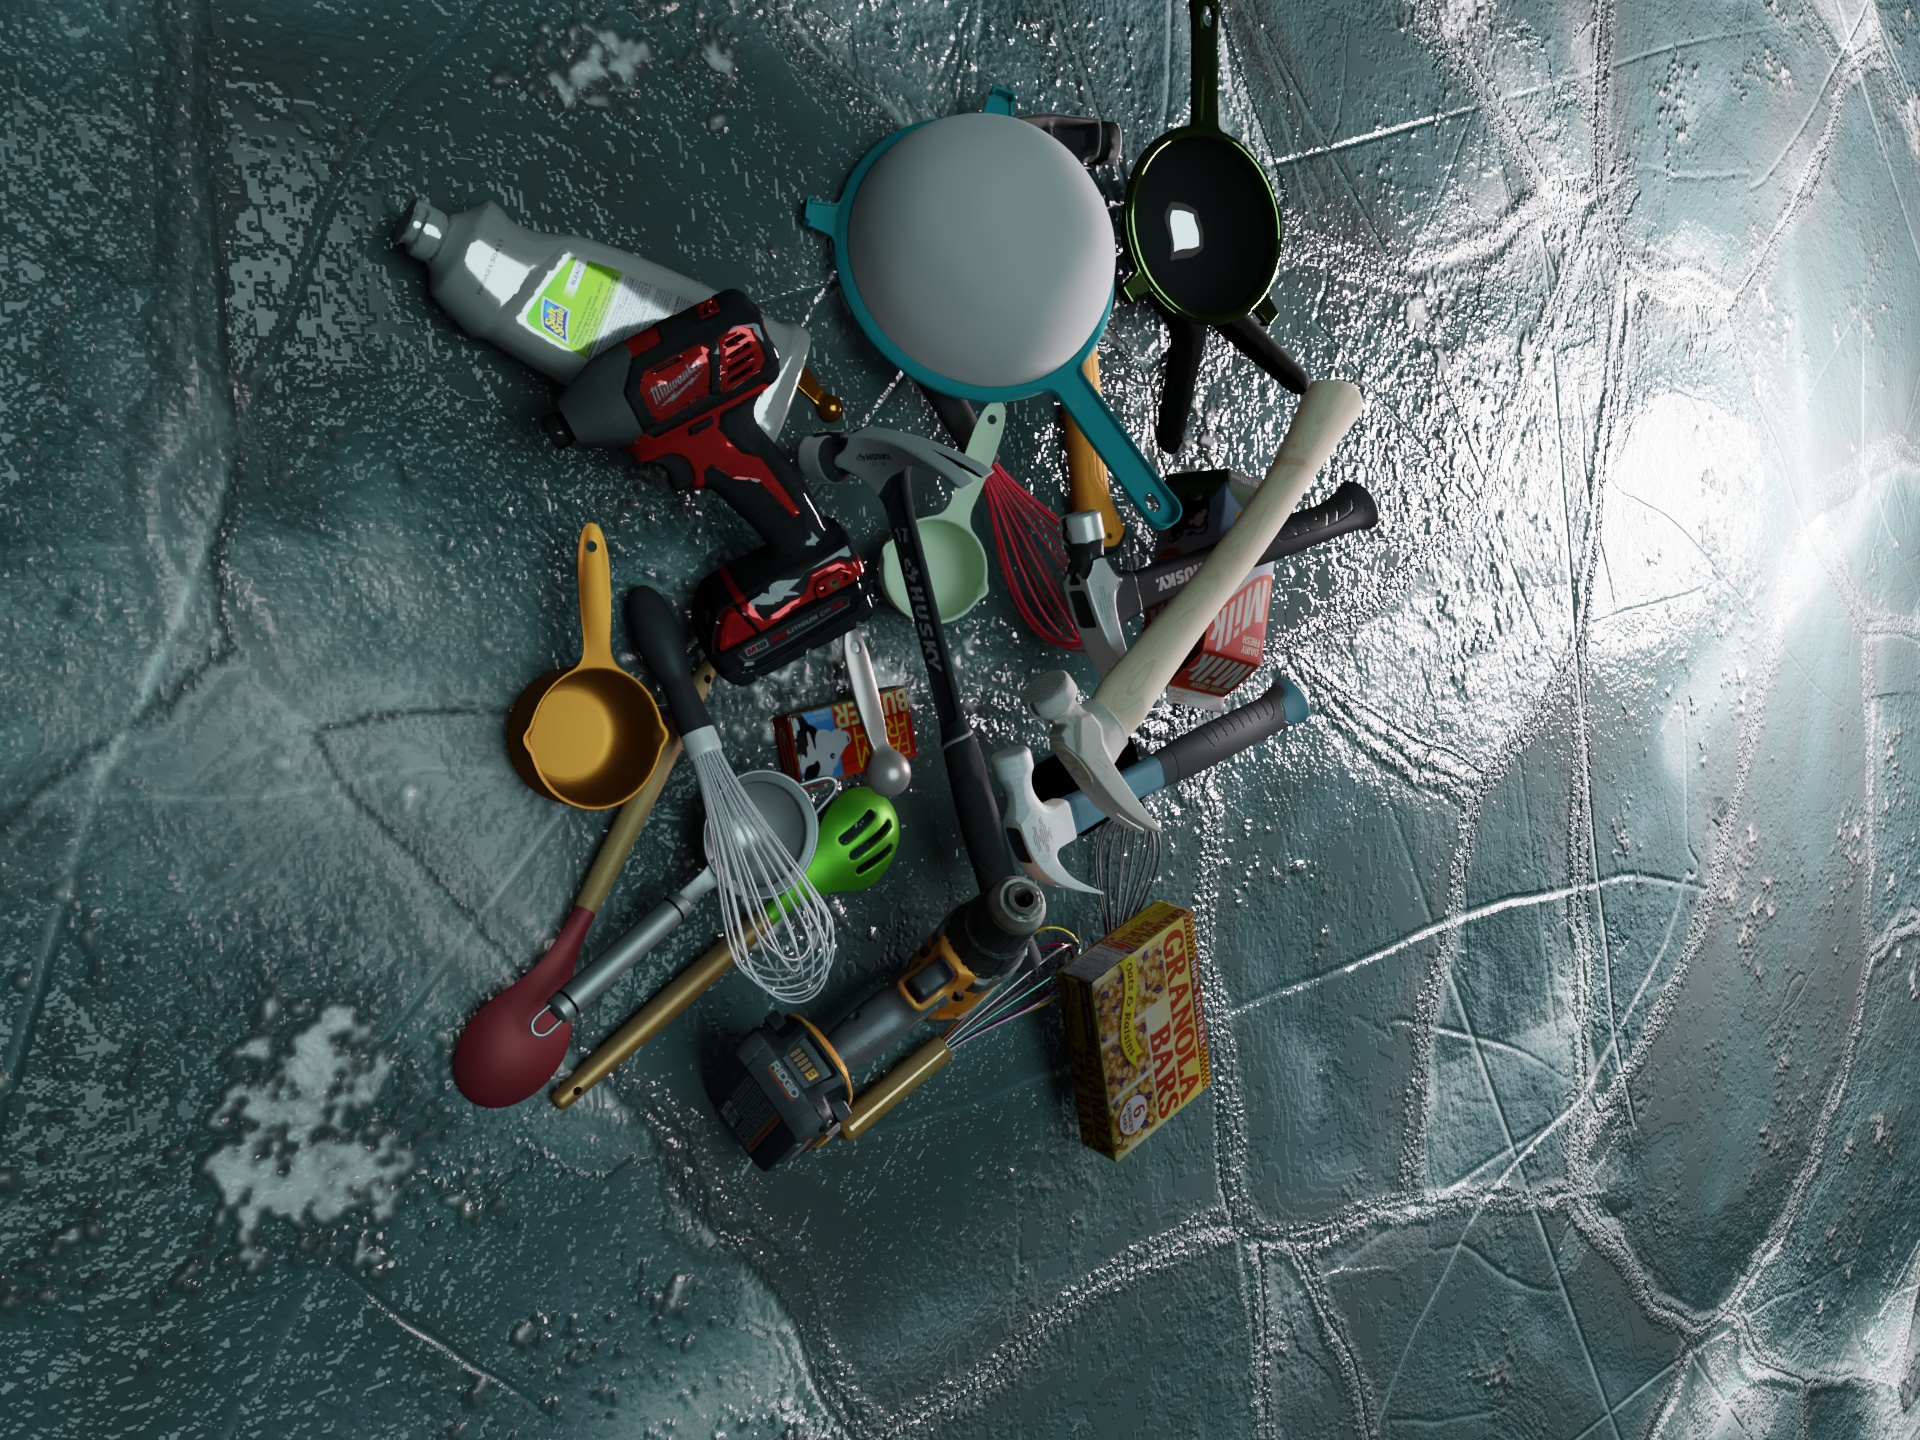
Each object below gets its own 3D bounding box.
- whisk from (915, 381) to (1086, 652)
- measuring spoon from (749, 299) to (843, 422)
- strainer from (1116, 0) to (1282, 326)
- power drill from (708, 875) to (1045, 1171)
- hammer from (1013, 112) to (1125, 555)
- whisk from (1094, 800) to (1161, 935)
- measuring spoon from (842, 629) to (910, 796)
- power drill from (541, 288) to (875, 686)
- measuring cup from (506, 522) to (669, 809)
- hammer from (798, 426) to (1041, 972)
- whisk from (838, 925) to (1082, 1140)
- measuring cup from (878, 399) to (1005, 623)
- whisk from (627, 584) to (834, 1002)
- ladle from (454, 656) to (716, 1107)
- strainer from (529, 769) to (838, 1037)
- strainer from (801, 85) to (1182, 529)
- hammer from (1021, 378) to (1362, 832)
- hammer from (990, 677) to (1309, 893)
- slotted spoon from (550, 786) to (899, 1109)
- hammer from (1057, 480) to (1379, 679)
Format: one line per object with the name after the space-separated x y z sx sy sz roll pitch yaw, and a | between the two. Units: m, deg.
0.029 -0.173 1.178 0.073 0.073 0.295 -43 111 -29 | whisk
-0.118 -0.249 1.085 0.116 0.011 0.021 46 65 -30 | measuring spoon
0.174 -0.432 1.241 0.151 0.069 0.256 0 91 -30 | strainer
-0.045 0.191 1.057 0.226 0.185 0.084 -31 77 -31 | power drill
0.086 -0.295 1.232 0.127 0.034 0.337 -12 99 -38 | hammer
0.126 0.182 1.276 0.055 0.055 0.239 6 92 -38 | whisk
-0.059 -0.006 1.106 0.034 0.018 0.124 -23 104 -35 | measuring spoon
-0.151 -0.139 0.977 0.143 0.079 0.219 -28 124 -7 | power drill
-0.235 -0.032 0.978 0.095 0.052 0.173 -2 91 -38 | measuring cup
-0.002 -0.003 1.095 0.036 0.149 0.408 -33 118 -38 | hammer
0.005 0.233 1.184 0.245 0.051 0.047 -35 118 -29 | whisk
-0.006 -0.150 1.142 0.083 0.038 0.167 21 88 -17 | measuring cup
-0.152 0.044 1.001 0.070 0.070 0.285 -19 82 -36 | whisk
-0.225 0.097 1.006 0.069 0.031 0.315 38 67 -37 | ladle
-0.178 0.113 1.020 0.258 0.050 0.086 -42 114 -35 | strainer
0.062 -0.283 1.098 0.211 0.095 0.340 -37 93 -20 | strainer
0.200 -0.105 1.192 0.411 0.038 0.146 -52 120 -25 | hammer
0.161 0.034 1.238 0.331 0.033 0.128 -23 106 -36 | hammer
-0.148 0.151 1.069 0.314 0.031 0.070 -41 116 -28 | slotted spoon
0.216 -0.125 1.247 0.334 0.035 0.146 -21 104 -35 | hammer
